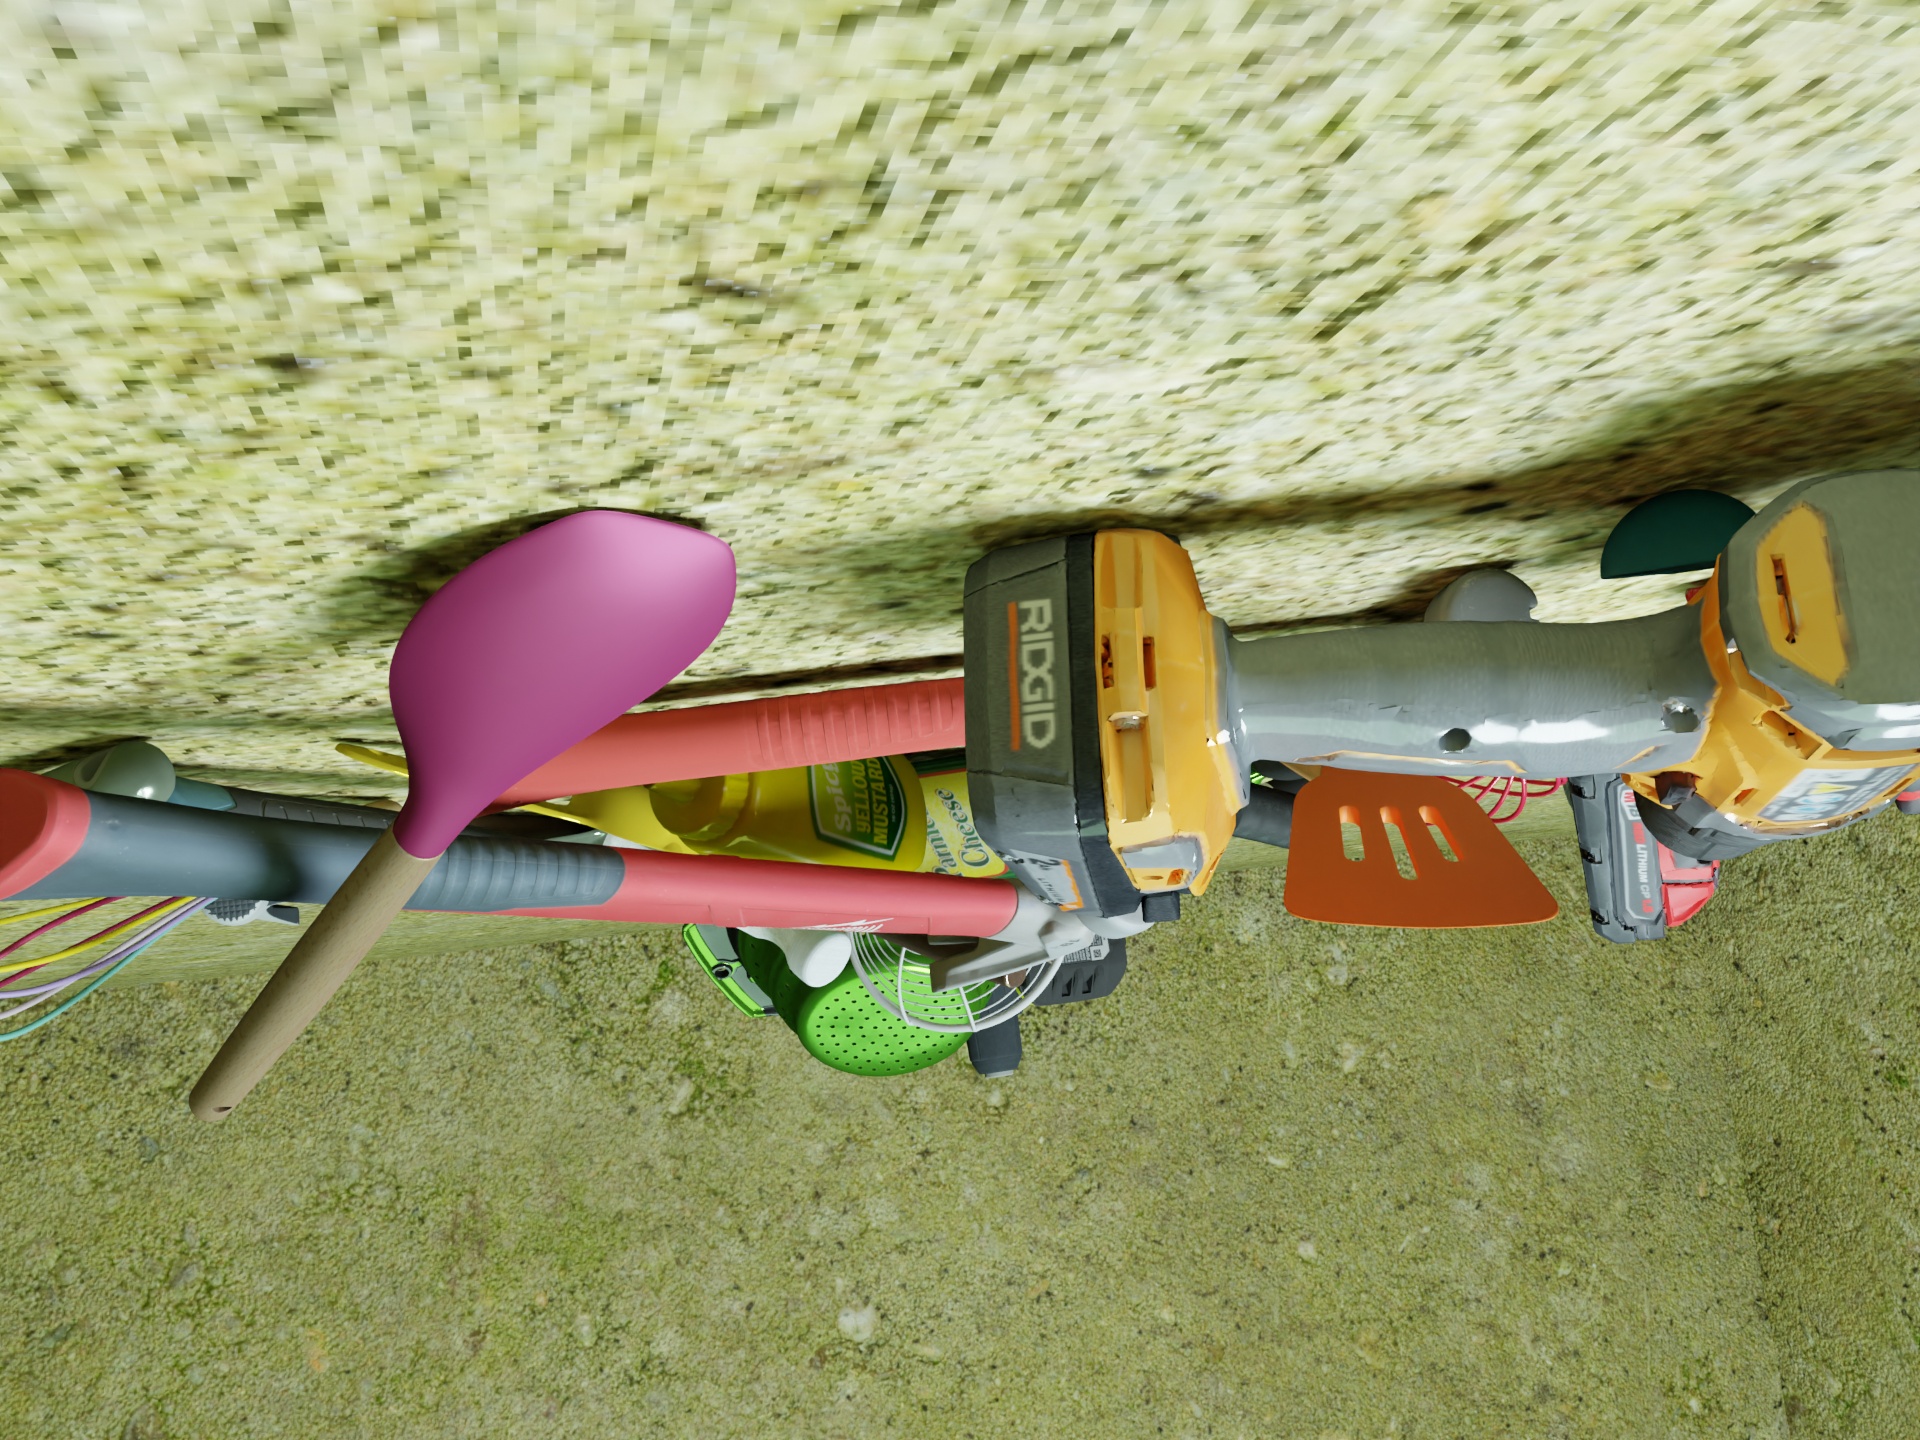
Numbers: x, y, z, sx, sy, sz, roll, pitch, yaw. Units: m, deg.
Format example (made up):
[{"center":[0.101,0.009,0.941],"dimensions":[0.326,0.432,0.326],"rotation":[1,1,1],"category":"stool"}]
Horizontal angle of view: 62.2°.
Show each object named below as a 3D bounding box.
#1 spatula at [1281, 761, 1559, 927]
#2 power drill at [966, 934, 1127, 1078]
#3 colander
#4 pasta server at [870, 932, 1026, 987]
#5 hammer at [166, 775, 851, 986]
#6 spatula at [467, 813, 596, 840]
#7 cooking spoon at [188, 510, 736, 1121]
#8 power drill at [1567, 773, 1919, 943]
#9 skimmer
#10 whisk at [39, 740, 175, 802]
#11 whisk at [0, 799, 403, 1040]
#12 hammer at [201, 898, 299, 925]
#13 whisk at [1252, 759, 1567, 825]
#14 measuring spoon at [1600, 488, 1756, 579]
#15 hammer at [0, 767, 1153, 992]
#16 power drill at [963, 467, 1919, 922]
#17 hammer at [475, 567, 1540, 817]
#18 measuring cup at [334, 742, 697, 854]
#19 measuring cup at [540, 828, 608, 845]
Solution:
[{"center":[0.143,0.027,0.623],"dimensions":[0.081,0.041,0.322],"rotation":[0,-175,2],"category":"spatula"},{"center":[0.040,0.162,1.170],"dimensions":[0.080,0.191,0.228],"rotation":[-5,167,-19],"category":"power drill"},{"center":[0.028,0.122,0.959],"dimensions":[0.397,0.095,0.204],"rotation":[-21,131,9],"category":"colander"},{"center":[-0.066,0.094,0.824],"dimensions":[0.316,0.060,0.040],"rotation":[13,152,52],"category":"pasta server"},{"center":[-0.190,0.060,0.673],"dimensions":[0.128,0.033,0.330],"rotation":[33,-171,36],"category":"hammer"},{"center":[-0.273,0.052,0.739],"dimensions":[0.060,0.018,0.315],"rotation":[15,-175,30],"category":"spatula"},{"center":[-0.155,0.044,0.430],"dimensions":[0.068,0.017,0.319],"rotation":[9,142,-39],"category":"cooking spoon"},{"center":[0.366,0.022,0.649],"dimensions":[0.219,0.143,0.079],"rotation":[-10,-144,20],"category":"power drill"},{"center":[0.112,0.073,0.899],"dimensions":[0.363,0.127,0.090],"rotation":[-13,155,-26],"category":"skimmer"},{"center":[-0.356,0.046,0.564],"dimensions":[0.246,0.058,0.059],"rotation":[-16,135,30],"category":"whisk"},{"center":[-0.285,0.063,0.597],"dimensions":[0.047,0.051,0.245],"rotation":[-26,180,18],"category":"whisk"},{"center":[-0.236,0.090,0.981],"dimensions":[0.409,0.036,0.149],"rotation":[-4,172,-16],"category":"hammer"},{"center":[0.189,0.013,0.728],"dimensions":[0.073,0.073,0.296],"rotation":[-5,178,-8],"category":"whisk"},{"center":[0.209,-0.053,0.449],"dimensions":[0.042,0.021,0.128],"rotation":[-7,-178,31],"category":"measuring spoon"},{"center":[-0.120,0.060,0.545],"dimensions":[0.386,0.038,0.143],"rotation":[8,157,-33],"category":"hammer"},{"center":[0.128,0.005,0.417],"dimensions":[0.226,0.084,0.185],"rotation":[-5,162,12],"category":"power drill"},{"center":[-0.001,-0.002,0.543],"dimensions":[0.359,0.037,0.149],"rotation":[-7,172,-2],"category":"hammer"},{"center":[-0.159,0.019,0.605],"dimensions":[0.156,0.029,0.062],"rotation":[21,-179,-44],"category":"measuring cup"},{"center":[-0.192,0.078,0.821],"dimensions":[0.083,0.038,0.167],"rotation":[-29,168,33],"category":"measuring cup"}]
